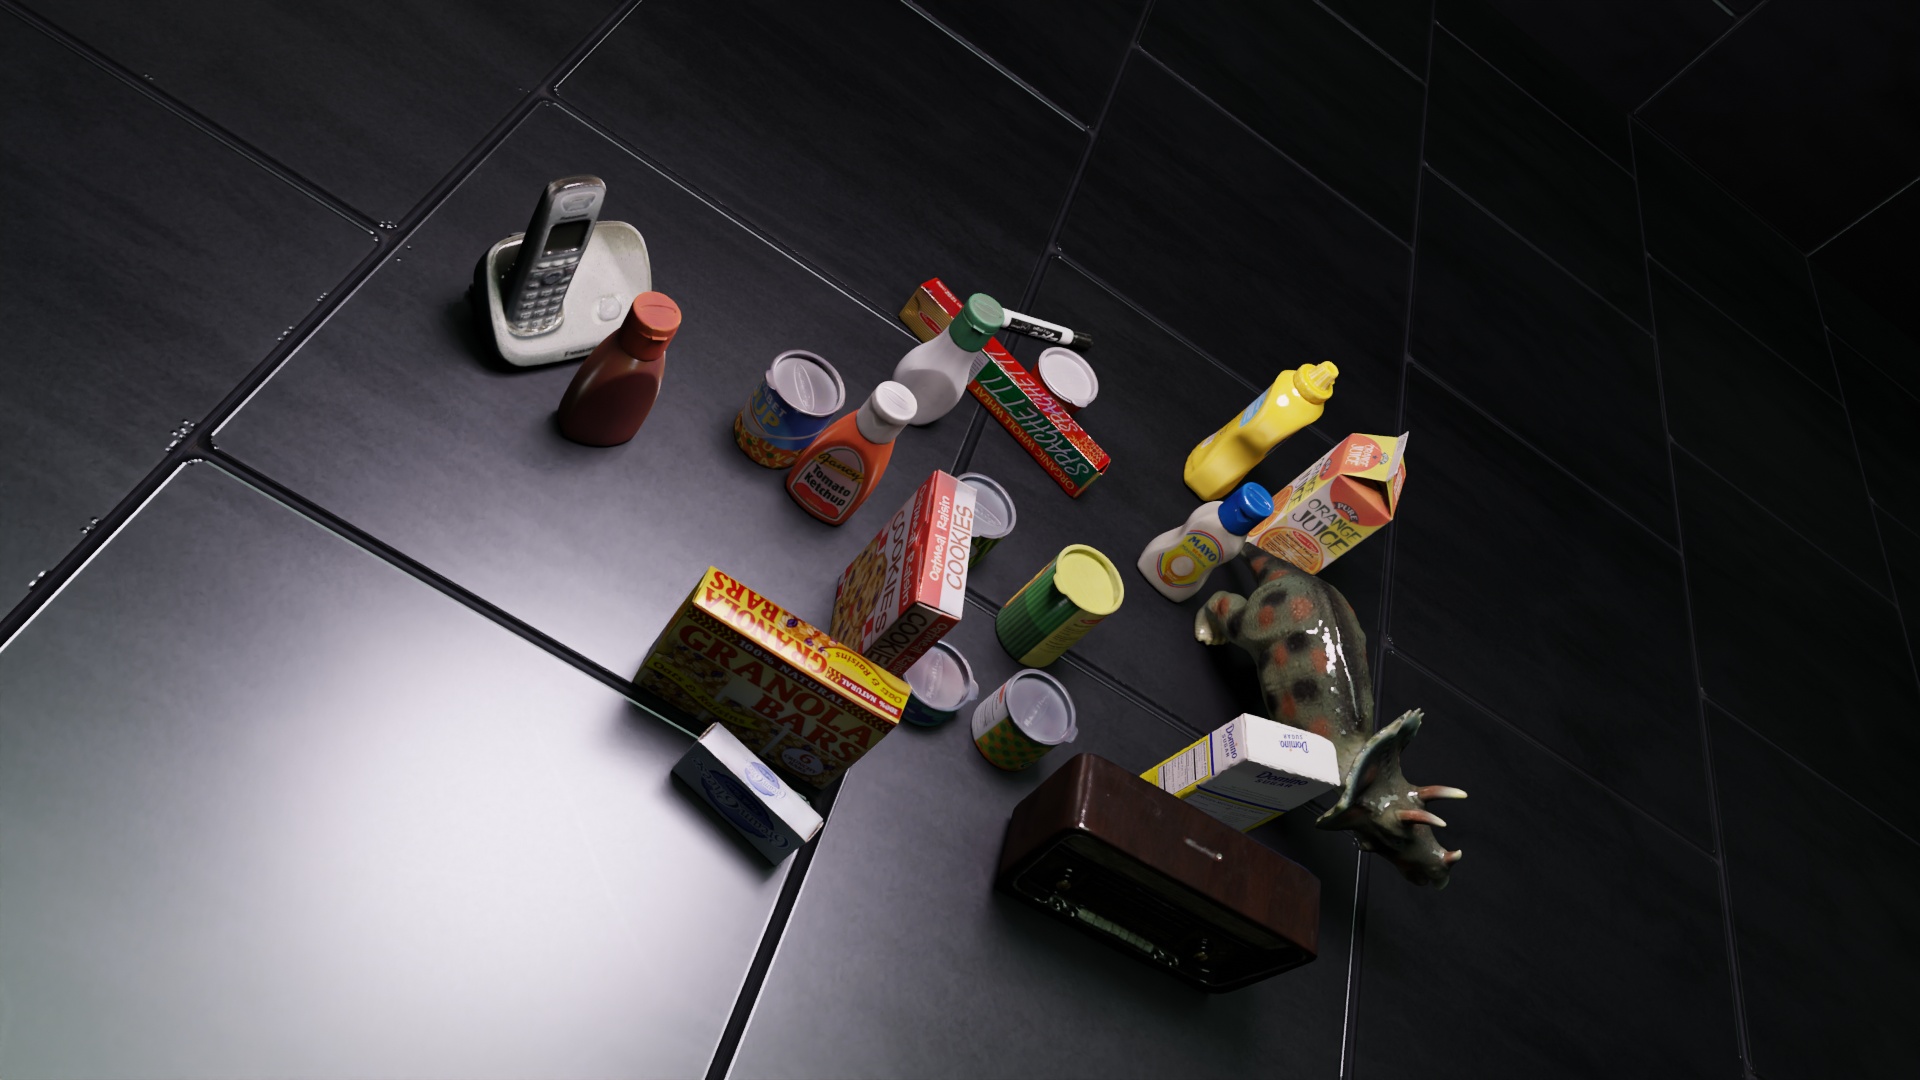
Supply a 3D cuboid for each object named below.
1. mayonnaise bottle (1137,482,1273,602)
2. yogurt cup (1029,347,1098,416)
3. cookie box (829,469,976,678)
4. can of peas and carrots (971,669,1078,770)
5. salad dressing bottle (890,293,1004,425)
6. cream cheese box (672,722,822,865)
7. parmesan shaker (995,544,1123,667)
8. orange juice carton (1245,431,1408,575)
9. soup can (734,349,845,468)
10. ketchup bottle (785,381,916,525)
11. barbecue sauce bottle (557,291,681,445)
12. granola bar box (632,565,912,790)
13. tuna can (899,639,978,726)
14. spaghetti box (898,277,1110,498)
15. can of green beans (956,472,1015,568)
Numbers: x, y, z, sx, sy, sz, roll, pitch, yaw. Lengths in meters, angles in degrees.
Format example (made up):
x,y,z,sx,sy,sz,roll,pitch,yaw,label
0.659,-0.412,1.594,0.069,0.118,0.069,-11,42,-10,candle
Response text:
x,y,z,sx,sy,sz,roll,pitch,yaw,label
0.231,-0.001,1.297,0.065,0.147,0.041,43,45,-2,mayonnaise bottle
0.094,-0.149,1.374,0.072,0.053,0.073,18,51,-24,yogurt cup
-0.050,0.042,1.059,0.040,0.166,0.123,23,49,-20,cookie box
0.053,0.148,1.130,0.071,0.058,0.071,18,51,-24,can of peas and carrots
-0.012,-0.161,1.243,0.064,0.147,0.044,28,48,-16,salad dressing bottle
-0.149,0.178,0.973,0.104,0.053,0.024,43,45,-1,cream cheese box
0.080,0.057,1.183,0.071,0.102,0.071,18,51,-24,parmesan shaker
0.374,-0.037,1.390,0.073,0.191,0.072,39,45,-5,orange juice carton
-0.146,-0.109,1.158,0.071,0.083,0.072,18,51,-24,soup can
-0.085,-0.073,1.129,0.064,0.148,0.044,38,46,-7,ketchup bottle
-0.254,-0.129,1.052,0.065,0.147,0.044,-1,61,-35,barbecue sauce bottle
-0.135,0.102,0.987,0.165,0.123,0.039,32,46,-12,granola bar box
-0.023,0.115,1.119,0.071,0.032,0.071,18,51,-24,tuna can
0.043,-0.146,1.339,0.250,0.050,0.029,46,45,2,spaghetti box
0.005,-0.016,1.215,0.071,0.057,0.071,18,51,-24,can of green beans
